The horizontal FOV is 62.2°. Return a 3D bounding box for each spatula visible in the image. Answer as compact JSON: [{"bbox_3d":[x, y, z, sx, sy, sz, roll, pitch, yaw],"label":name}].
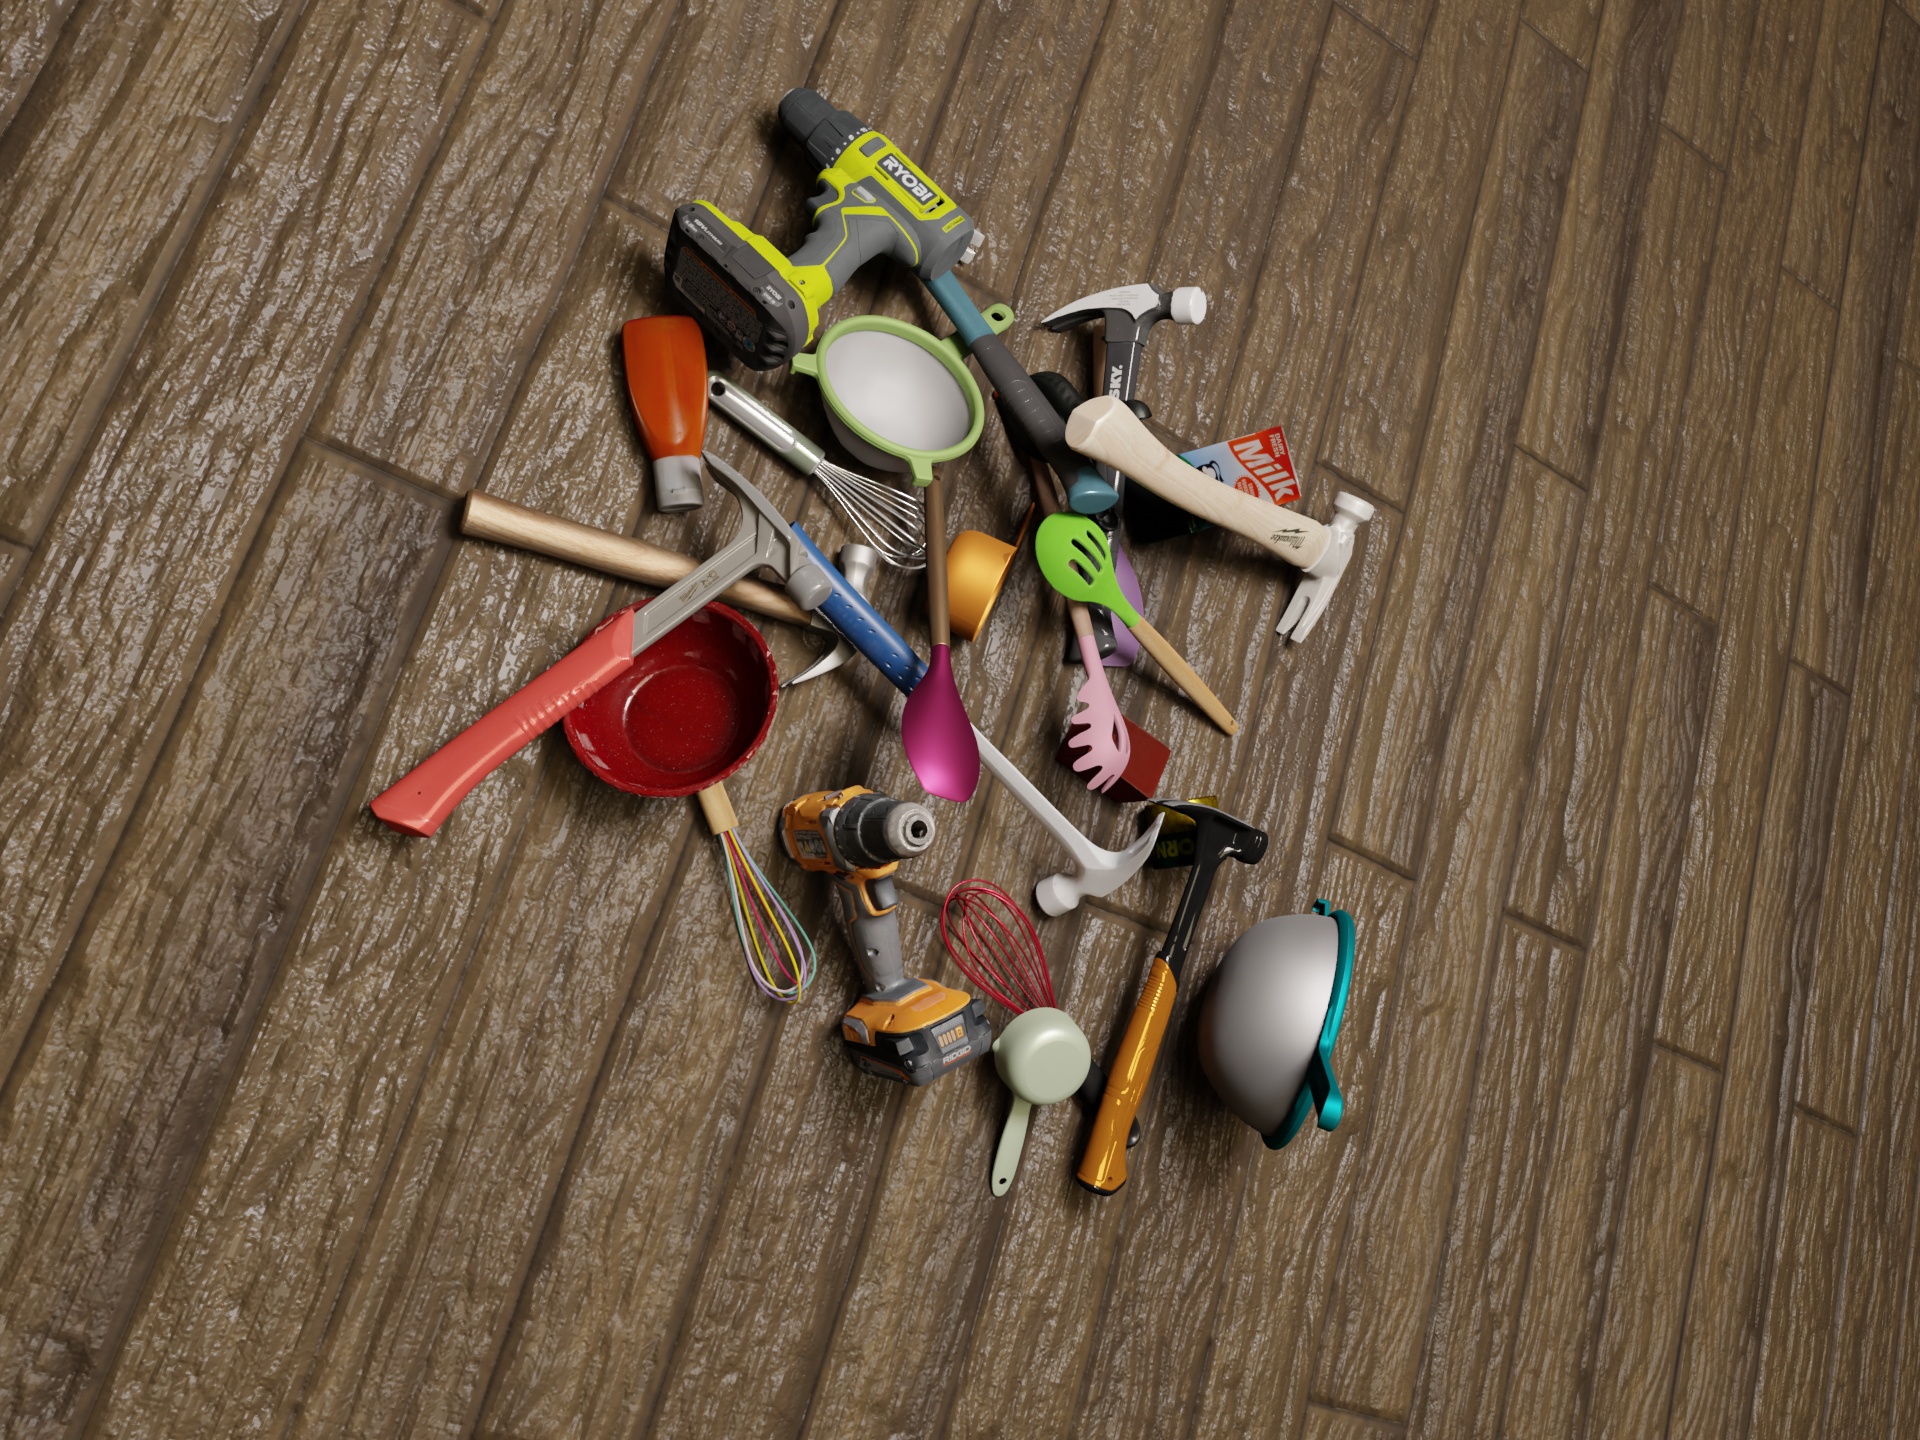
[{"bbox_3d":[0.136,-0.206,1.453,0.059,0.018,0.316,0,84,-24],"label":"spatula"}]

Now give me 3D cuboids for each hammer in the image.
[{"bbox_3d":[0.127,-0.216,1.409,0.035,0.146,0.335,5,92,-59],"label":"hammer"},{"bbox_3d":[0.025,-0.307,1.335,0.128,0.033,0.331,-23,73,-37],"label":"hammer"},{"bbox_3d":[-0.002,-0.004,1.282,0.405,0.144,0.035,46,39,-15],"label":"hammer"},{"bbox_3d":[0.222,-0.179,1.379,0.410,0.038,0.146,16,104,-47],"label":"hammer"},{"bbox_3d":[0.161,0.233,1.340,0.127,0.034,0.337,23,83,-35],"label":"hammer"},{"bbox_3d":[-0.223,-0.114,1.240,0.331,0.031,0.130,15,76,-26],"label":"hammer"},{"bbox_3d":[-0.275,-0.046,1.158,0.359,0.036,0.149,-38,74,-13],"label":"hammer"}]

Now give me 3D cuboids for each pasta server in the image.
[{"bbox_3d":[0.095,-0.091,1.369,0.060,0.040,0.316,19,53,-53],"label":"pasta server"}]

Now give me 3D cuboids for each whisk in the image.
[{"bbox_3d":[0.072,0.251,1.337,0.073,0.073,0.295,-43,110,-26],"label":"whisk"},{"bbox_3d":[-0.113,-0.206,1.305,0.246,0.059,0.058,36,95,-15],"label":"whisk"},{"bbox_3d":[-0.171,0.104,1.230,0.051,0.047,0.245,-22,89,-6],"label":"whisk"}]

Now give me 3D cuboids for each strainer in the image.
[{"bbox_3d":[-0.034,-0.286,1.356,0.151,0.069,0.256,42,47,2],"label":"strainer"},{"bbox_3d":[0.249,0.255,1.294,0.095,0.340,0.211,18,97,5],"label":"strainer"}]

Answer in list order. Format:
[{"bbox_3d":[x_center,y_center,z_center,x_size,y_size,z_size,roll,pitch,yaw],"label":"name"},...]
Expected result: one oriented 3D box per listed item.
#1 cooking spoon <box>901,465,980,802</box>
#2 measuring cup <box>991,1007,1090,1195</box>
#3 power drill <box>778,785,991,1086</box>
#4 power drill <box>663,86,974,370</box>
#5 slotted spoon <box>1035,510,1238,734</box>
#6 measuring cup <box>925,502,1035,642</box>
[{"bbox_3d":[-0.017,-0.077,1.241,0.068,0.017,0.319,17,51,-28],"label":"cooking spoon"},{"bbox_3d":[0.058,0.319,1.298,0.083,0.038,0.167,12,98,-23],"label":"measuring cup"},{"bbox_3d":[-0.051,0.158,1.211,0.084,0.185,0.226,-22,97,-30],"label":"power drill"},{"bbox_3d":[-0.124,-0.397,1.262,0.190,0.080,0.228,44,60,4],"label":"power drill"},{"bbox_3d":[0.166,-0.074,1.395,0.313,0.031,0.070,42,68,-38],"label":"slotted spoon"},{"bbox_3d":[0.019,-0.143,1.359,0.052,0.095,0.174,24,47,1],"label":"measuring cup"}]
